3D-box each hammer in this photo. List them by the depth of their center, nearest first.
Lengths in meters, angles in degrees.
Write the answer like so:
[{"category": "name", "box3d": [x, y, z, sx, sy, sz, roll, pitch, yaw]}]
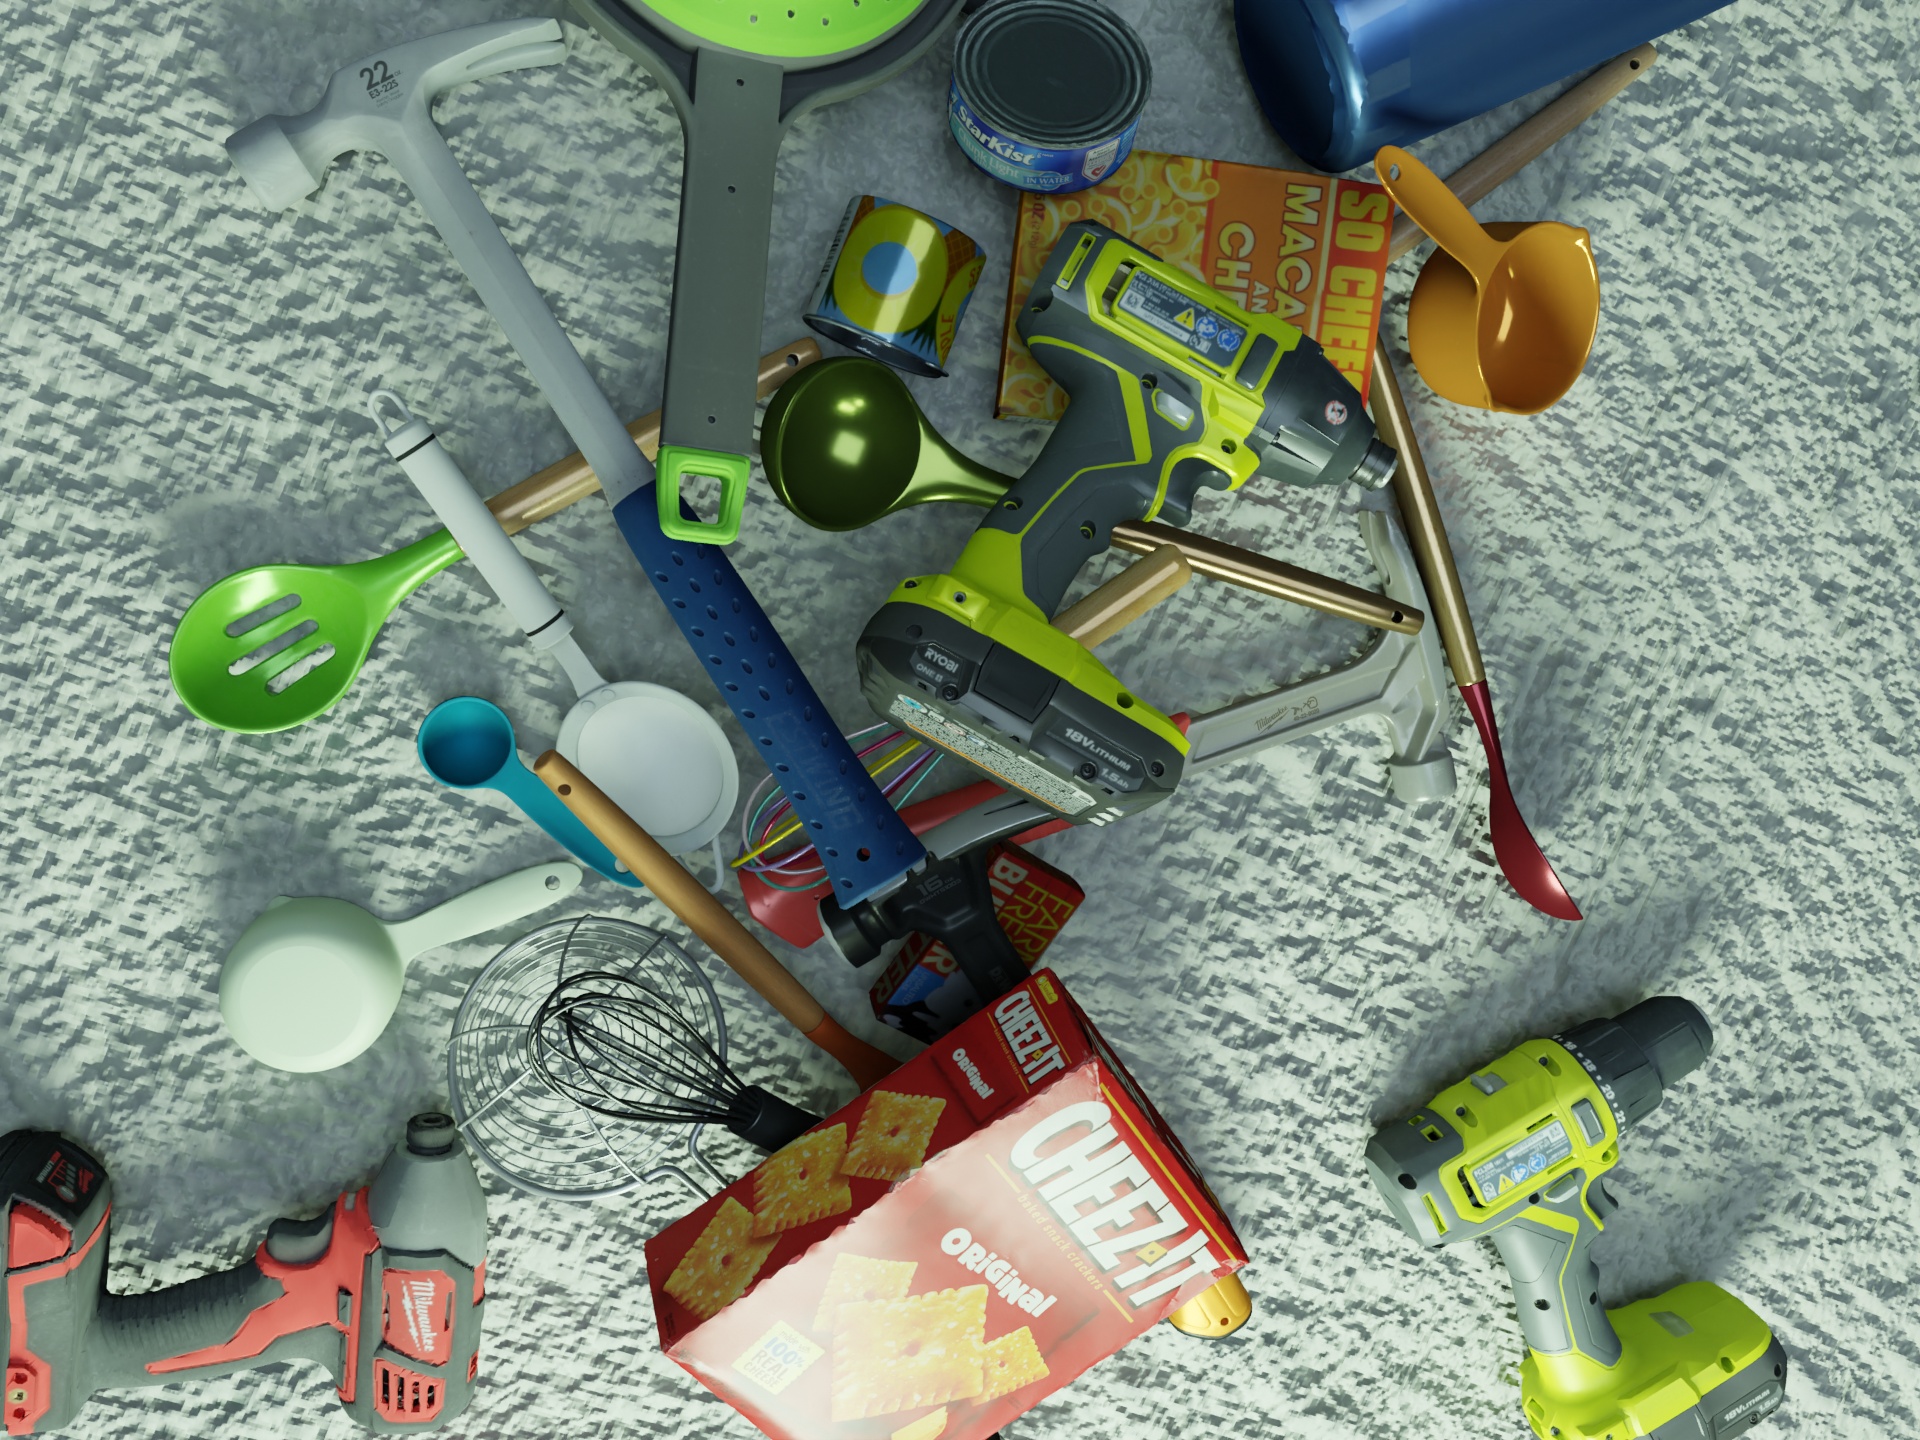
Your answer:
[{"category": "hammer", "box3d": [-0.135, -0.107, 0.662, 0.144, 0.035, 0.405, -33, 89, -6]}, {"category": "hammer", "box3d": [0.068, 0.179, 0.757, 0.127, 0.034, 0.336, -30, 116, 2]}, {"category": "hammer", "box3d": [0.065, 0.019, 0.768, 0.359, 0.037, 0.149, -18, 102, -8]}]

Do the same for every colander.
[{"category": "colander", "box3d": [-0.075, -0.268, 0.601, 0.204, 0.094, 0.397, 5, 89, -21]}]

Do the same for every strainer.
[{"category": "strainer", "box3d": [-0.173, -0.035, 0.696, 0.087, 0.050, 0.258, -25, 112, 20]}]

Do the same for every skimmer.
[{"category": "skimmer", "box3d": [-0.097, 0.246, 0.776, 0.127, 0.090, 0.363, -44, 115, -14]}]

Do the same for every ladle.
[{"category": "ladle", "box3d": [0.065, -0.088, 0.722, 0.320, 0.062, 0.078, 17, 101, -6]}, {"category": "ladle", "box3d": [0.247, -0.044, 0.789, 0.031, 0.069, 0.315, -18, 97, 11]}]

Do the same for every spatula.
[{"category": "spatula", "box3d": [-0.082, 0.129, 0.731, 0.081, 0.041, 0.322, -33, 119, 13]}, {"category": "spatula", "box3d": [0.206, -0.232, 0.764, 0.316, 0.018, 0.059, -36, 101, -3]}]

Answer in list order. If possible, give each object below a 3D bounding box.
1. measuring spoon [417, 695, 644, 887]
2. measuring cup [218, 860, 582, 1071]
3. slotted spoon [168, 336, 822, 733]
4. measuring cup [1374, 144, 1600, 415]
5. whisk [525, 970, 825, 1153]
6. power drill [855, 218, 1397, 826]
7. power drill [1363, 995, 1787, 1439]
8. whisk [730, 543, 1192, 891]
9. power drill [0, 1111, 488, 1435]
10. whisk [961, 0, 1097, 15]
[{"category": "measuring spoon", "box3d": [-0.194, 0.036, 0.733, 0.128, 0.021, 0.042, 43, 81, -23]}, {"category": "measuring cup", "box3d": [-0.251, 0.103, 0.718, 0.167, 0.038, 0.083, -22, 102, -5]}, {"category": "slotted spoon", "box3d": [-0.199, -0.090, 0.704, 0.314, 0.031, 0.070, -30, 103, -7]}, {"category": "measuring cup", "box3d": [0.223, -0.208, 0.727, 0.173, 0.052, 0.095, 29, 88, -35]}, {"category": "whisk", "box3d": [-0.093, 0.173, 0.694, 0.055, 0.055, 0.238, -51, 127, 0]}, {"category": "power drill", "box3d": [0.071, -0.076, 0.656, 0.171, 0.080, 0.223, 29, 76, -2]}, {"category": "power drill", "box3d": [0.342, 0.272, 0.843, 0.190, 0.080, 0.228, -29, 100, -5]}, {"category": "whisk", "box3d": [-0.001, -0.002, 0.708, 0.245, 0.047, 0.051, -34, 66, 3]}, {"category": "power drill", "box3d": [-0.325, 0.244, 0.710, 0.219, 0.079, 0.143, 5, 98, -15]}, {"category": "whisk", "box3d": [-0.076, -0.327, 0.678, 0.284, 0.070, 0.070, 3, 99, -16]}]
